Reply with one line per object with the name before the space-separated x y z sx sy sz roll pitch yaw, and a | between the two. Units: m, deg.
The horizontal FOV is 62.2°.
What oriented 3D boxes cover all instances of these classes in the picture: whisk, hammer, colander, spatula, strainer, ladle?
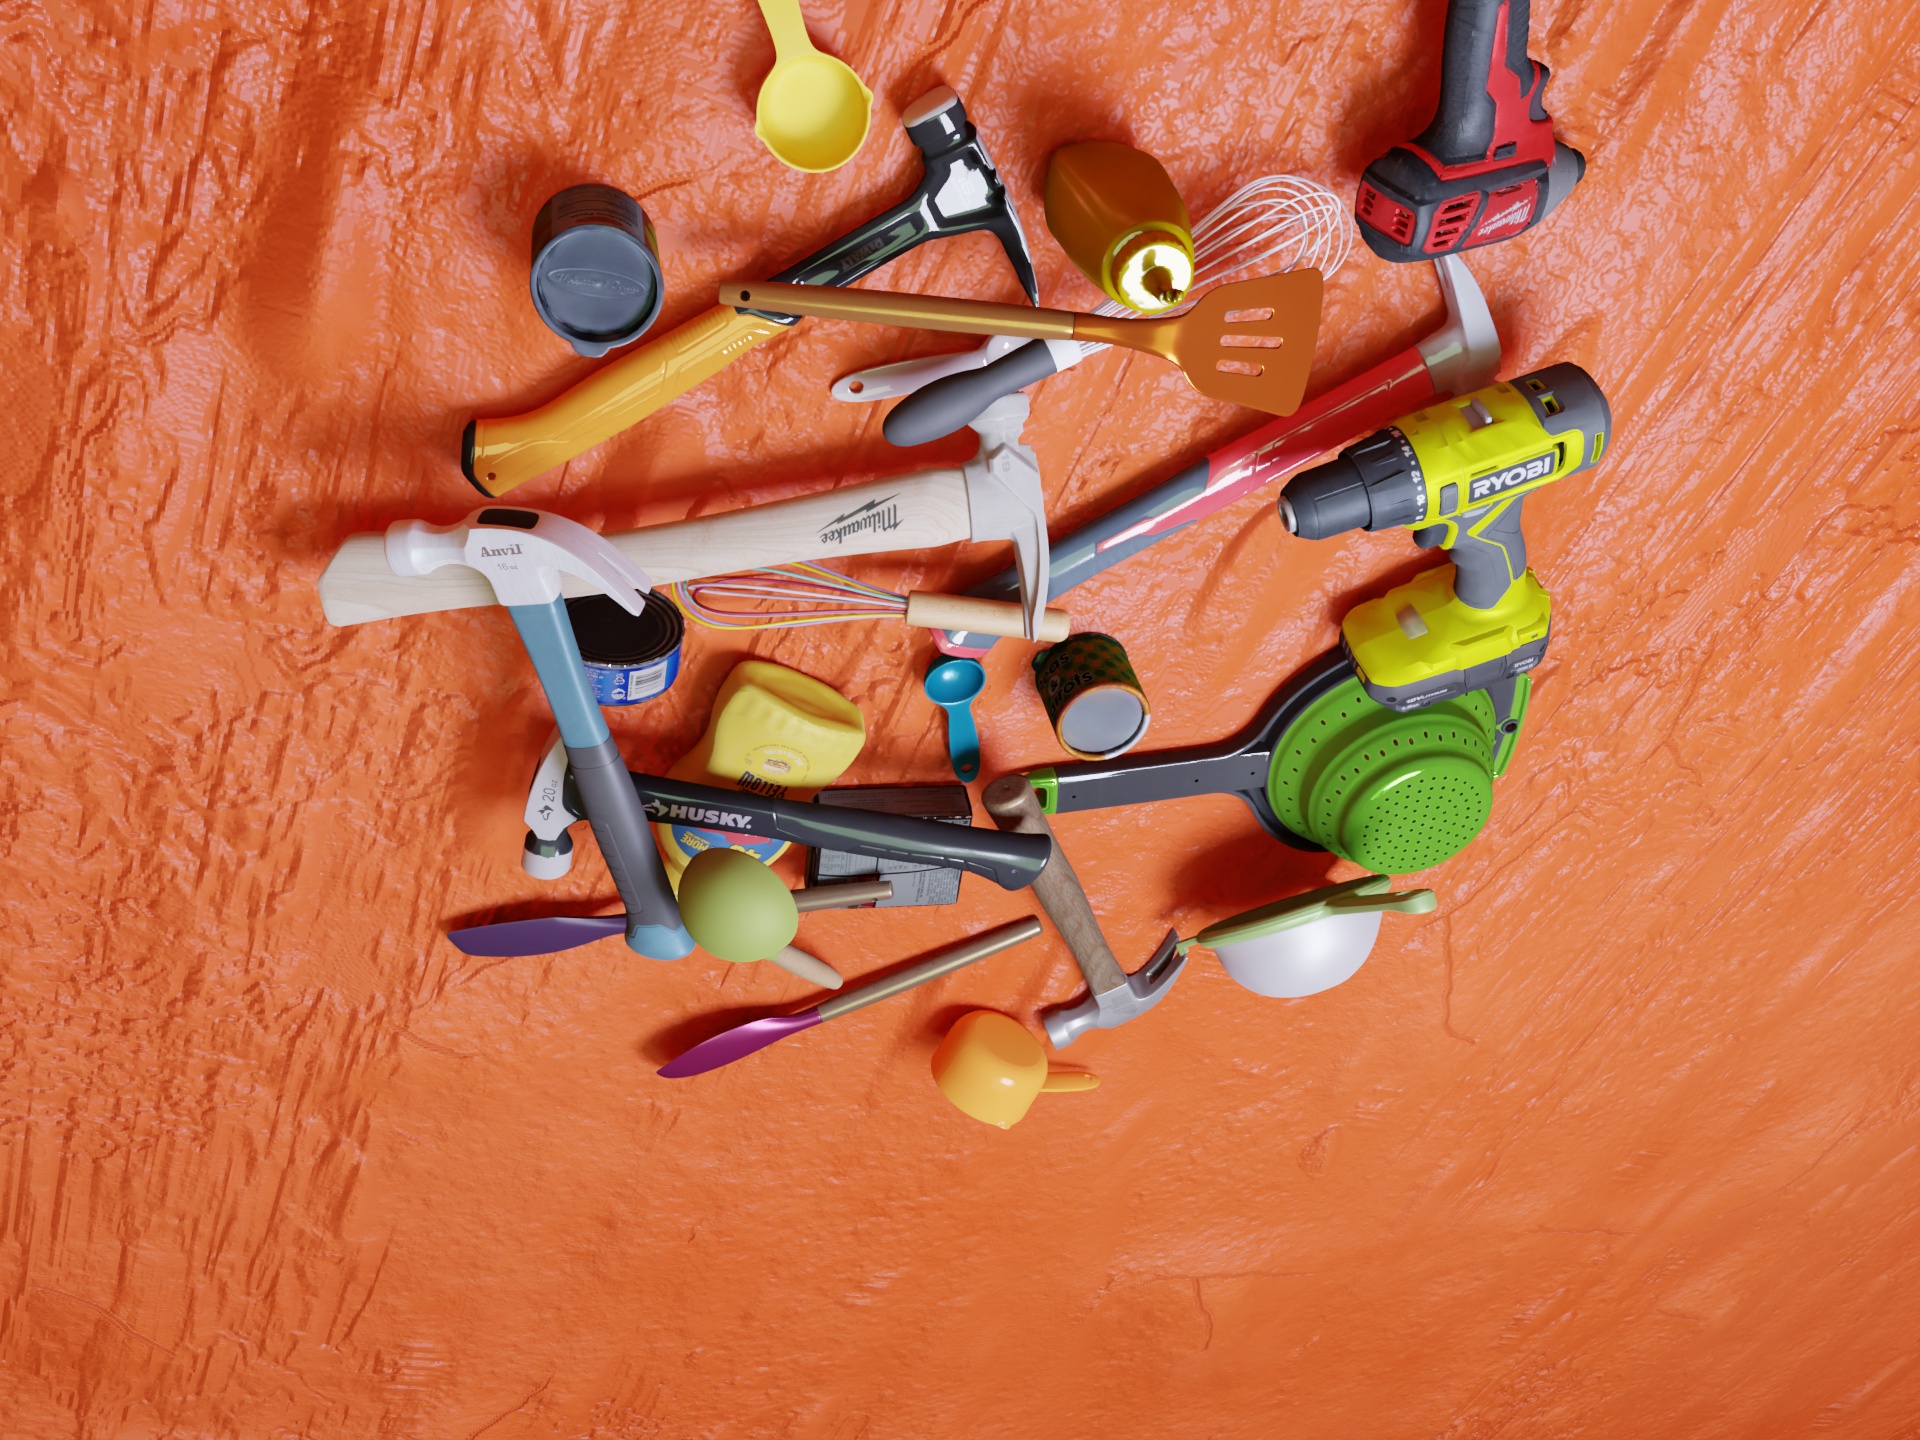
whisk | 0.085 -0.220 0.883 0.284 0.070 0.070 -27 130 2
hammer | -0.215 0.020 0.927 0.128 0.033 0.330 -4 129 9
colander | 0.234 0.053 1.135 0.397 0.095 0.204 -7 130 -8
hammer | -0.153 -0.090 0.916 0.410 0.038 0.146 -9 98 -6
spatula | 0.035 -0.213 0.844 0.322 0.041 0.081 5 113 -3
hammer | -0.104 0.060 1.015 0.334 0.035 0.146 10 124 -12
whisk | -0.055 -0.068 0.975 0.245 0.047 0.051 7 133 -6
spatula | -0.203 0.140 1.121 0.316 0.018 0.059 -8 149 5
hammer | 0.084 0.142 1.187 0.130 0.031 0.331 -25 138 3
hammer | 0.144 -0.154 0.981 0.386 0.038 0.143 -28 128 9
hammer | -0.123 -0.208 0.873 0.337 0.034 0.127 -27 129 9
strainer | 0.273 0.160 1.144 0.151 0.069 0.256 -16 175 -18
ladle | -0.117 0.147 1.081 0.078 0.062 0.320 19 168 14

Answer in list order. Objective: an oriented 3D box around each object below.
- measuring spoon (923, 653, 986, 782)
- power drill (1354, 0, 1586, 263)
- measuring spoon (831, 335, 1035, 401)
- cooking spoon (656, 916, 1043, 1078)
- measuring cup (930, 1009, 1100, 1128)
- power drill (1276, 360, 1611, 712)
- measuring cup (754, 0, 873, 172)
measuring spoon | -0.002 -0.003 1.087 0.042 0.021 0.128 -13 140 -5
power drill | 0.291 -0.351 0.822 0.143 0.079 0.219 -19 138 -22
measuring spoon | -0.015 -0.206 0.918 0.124 0.018 0.034 -11 131 4
cooking spoon | -0.085 0.218 1.233 0.319 0.017 0.068 -22 157 1
measuring cup | 0.059 0.278 1.294 0.173 0.095 0.052 8 121 -37
power drill | 0.295 -0.106 0.997 0.190 0.080 0.228 -19 143 0
measuring cup | -0.088 -0.349 0.778 0.062 0.029 0.156 -18 119 1
